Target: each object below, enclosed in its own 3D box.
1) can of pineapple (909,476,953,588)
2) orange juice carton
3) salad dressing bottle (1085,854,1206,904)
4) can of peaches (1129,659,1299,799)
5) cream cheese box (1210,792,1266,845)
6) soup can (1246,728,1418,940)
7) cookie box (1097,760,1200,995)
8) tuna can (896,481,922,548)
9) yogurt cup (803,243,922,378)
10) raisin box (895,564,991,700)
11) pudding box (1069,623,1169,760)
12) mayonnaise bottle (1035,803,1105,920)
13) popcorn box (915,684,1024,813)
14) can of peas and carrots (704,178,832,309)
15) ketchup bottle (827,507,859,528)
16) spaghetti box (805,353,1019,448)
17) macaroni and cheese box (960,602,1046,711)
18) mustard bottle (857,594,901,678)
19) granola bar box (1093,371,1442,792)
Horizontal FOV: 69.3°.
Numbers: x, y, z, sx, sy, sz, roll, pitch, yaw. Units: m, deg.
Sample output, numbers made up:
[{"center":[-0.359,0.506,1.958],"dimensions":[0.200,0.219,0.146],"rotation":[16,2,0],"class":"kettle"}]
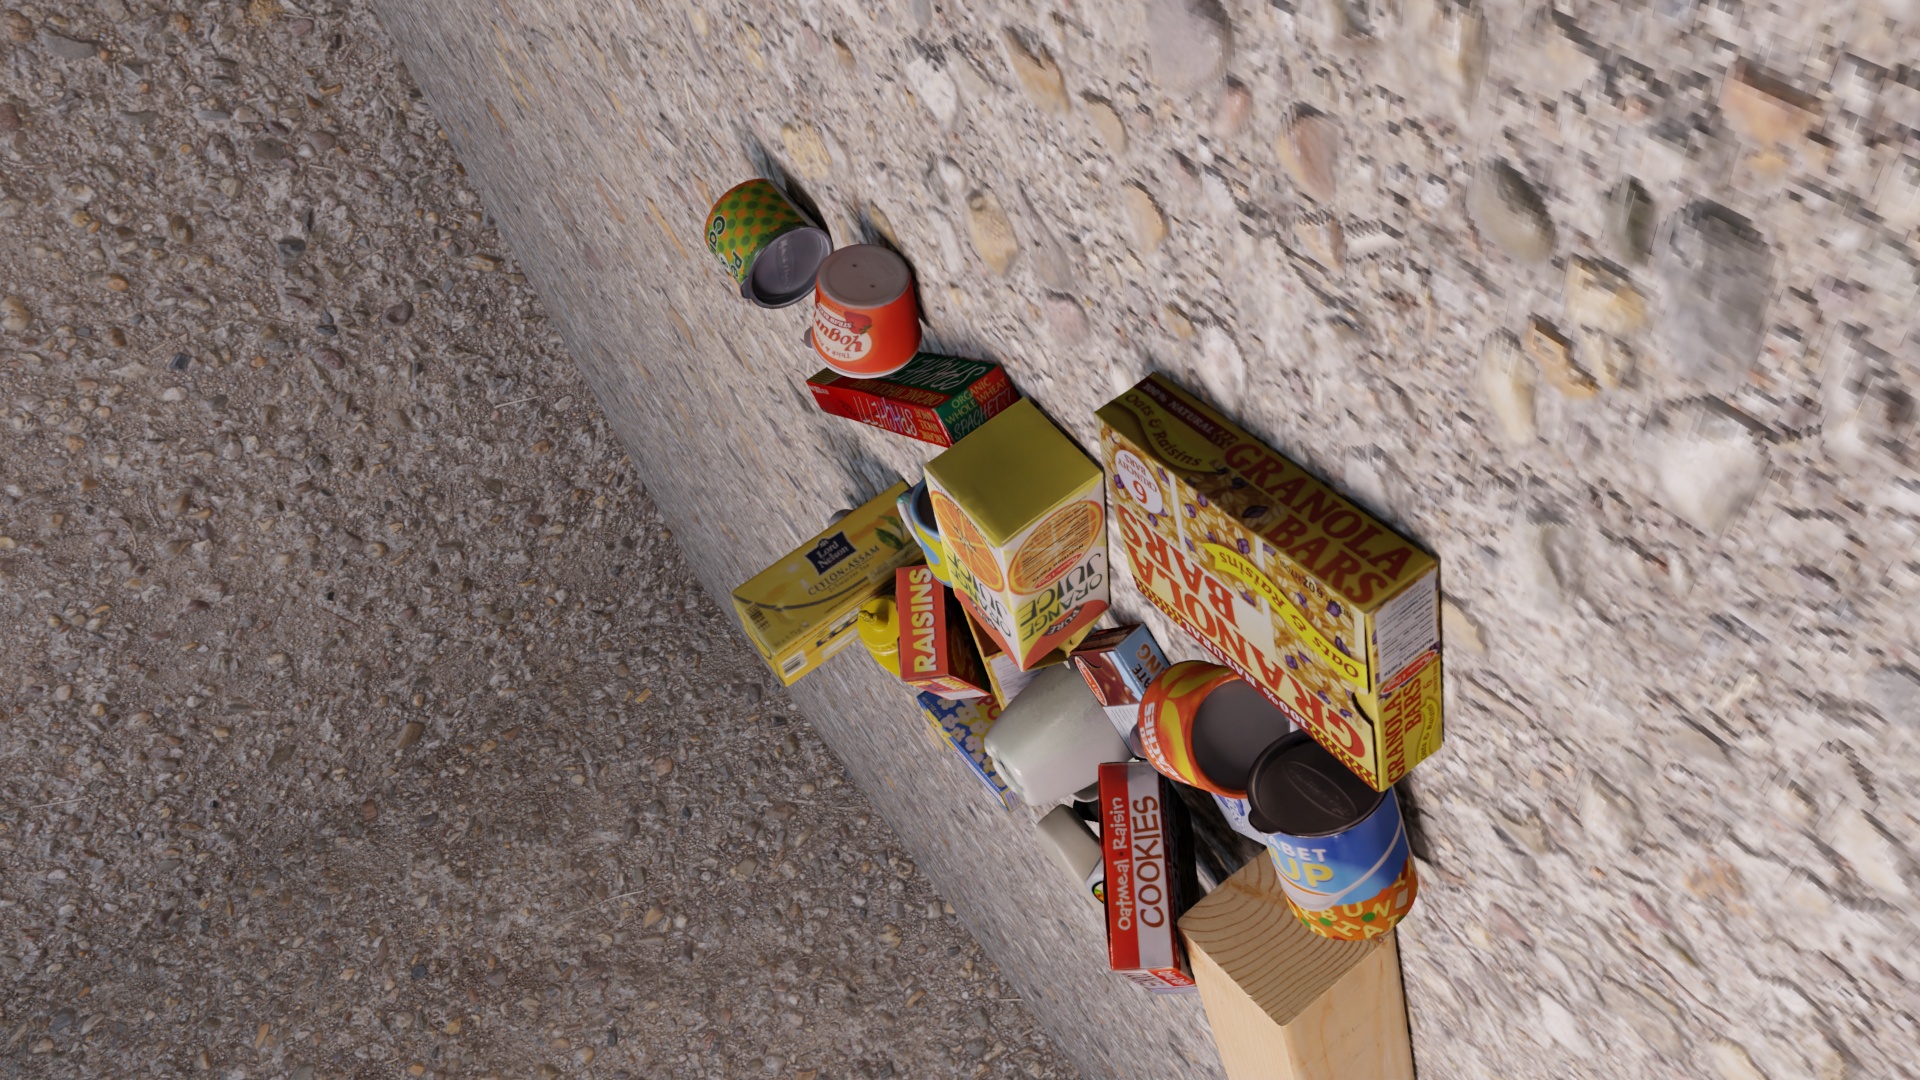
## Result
[{"center":[0.003,-0.011,0.910],"dimensions":[0.071,0.071,0.057],"rotation":[45,162,36],"class":"can of pineapple"},{"center":[0.039,0.011,0.825],"dimensions":[0.072,0.073,0.191],"rotation":[47,165,29],"class":"orange juice carton"},{"center":[0.162,0.271,0.997],"dimensions":[0.148,0.044,0.064],"rotation":[33,138,10],"class":"salad dressing bottle"},{"center":[0.131,0.098,0.720],"dimensions":[0.071,0.071,0.058],"rotation":[58,165,-9],"class":"can of peaches"},{"center":[0.155,0.127,0.806],"dimensions":[0.103,0.024,0.053],"rotation":[58,165,-12],"class":"cream cheese box"},{"center":[0.177,0.142,0.665],"dimensions":[0.071,0.071,0.083],"rotation":[37,157,52],"class":"soup can"},{"center":[0.124,0.220,0.889],"dimensions":[0.167,0.040,0.123],"rotation":[53,-149,-62],"class":"cookie box"},{"center":[-0.016,-0.013,1.038],"dimensions":[0.071,0.033,0.070],"rotation":[51,166,18],"class":"tuna can"},{"center":[-0.057,-0.139,0.827],"dimensions":[0.072,0.072,0.053],"rotation":[48,156,27],"class":"yogurt cup"},{"center":[-0.013,0.071,1.059],"dimensions":[0.123,0.040,0.086],"rotation":[40,-135,-70],"class":"raisin box"},{"center":[0.109,0.093,0.848],"dimensions":[0.083,0.030,0.049],"rotation":[57,151,-8],"class":"pudding box"},{"center":[0.119,0.274,1.088],"dimensions":[0.148,0.041,0.064],"rotation":[44,169,37],"class":"mayonnaise bottle"},{"center":[0.034,0.152,1.142],"dimensions":[0.127,0.085,0.038],"rotation":[43,162,40],"class":"popcorn box"},{"center":[-0.130,-0.196,0.921],"dimensions":[0.059,0.071,0.070],"rotation":[49,165,27],"class":"can of peas and carrots"},{"center":[-0.086,-0.003,1.279],"dimensions":[0.064,0.043,0.149],"rotation":[63,165,-17],"class":"ketchup bottle"},{"center":[-0.037,-0.095,0.887],"dimensions":[0.028,0.050,0.250],"rotation":[60,165,-21],"class":"spaghetti box"},{"center":[0.037,0.087,1.008],"dimensions":[0.124,0.040,0.165],"rotation":[-112,1,-47],"class":"macaroni and cheese box"},{"center":[-0.047,0.074,1.105],"dimensions":[0.160,0.049,0.065],"rotation":[36,-136,-70],"class":"mustard bottle"},{"center":[0.130,0.016,0.600],"dimensions":[0.166,0.039,0.123],"rotation":[43,162,42],"class":"granola bar box"}]
